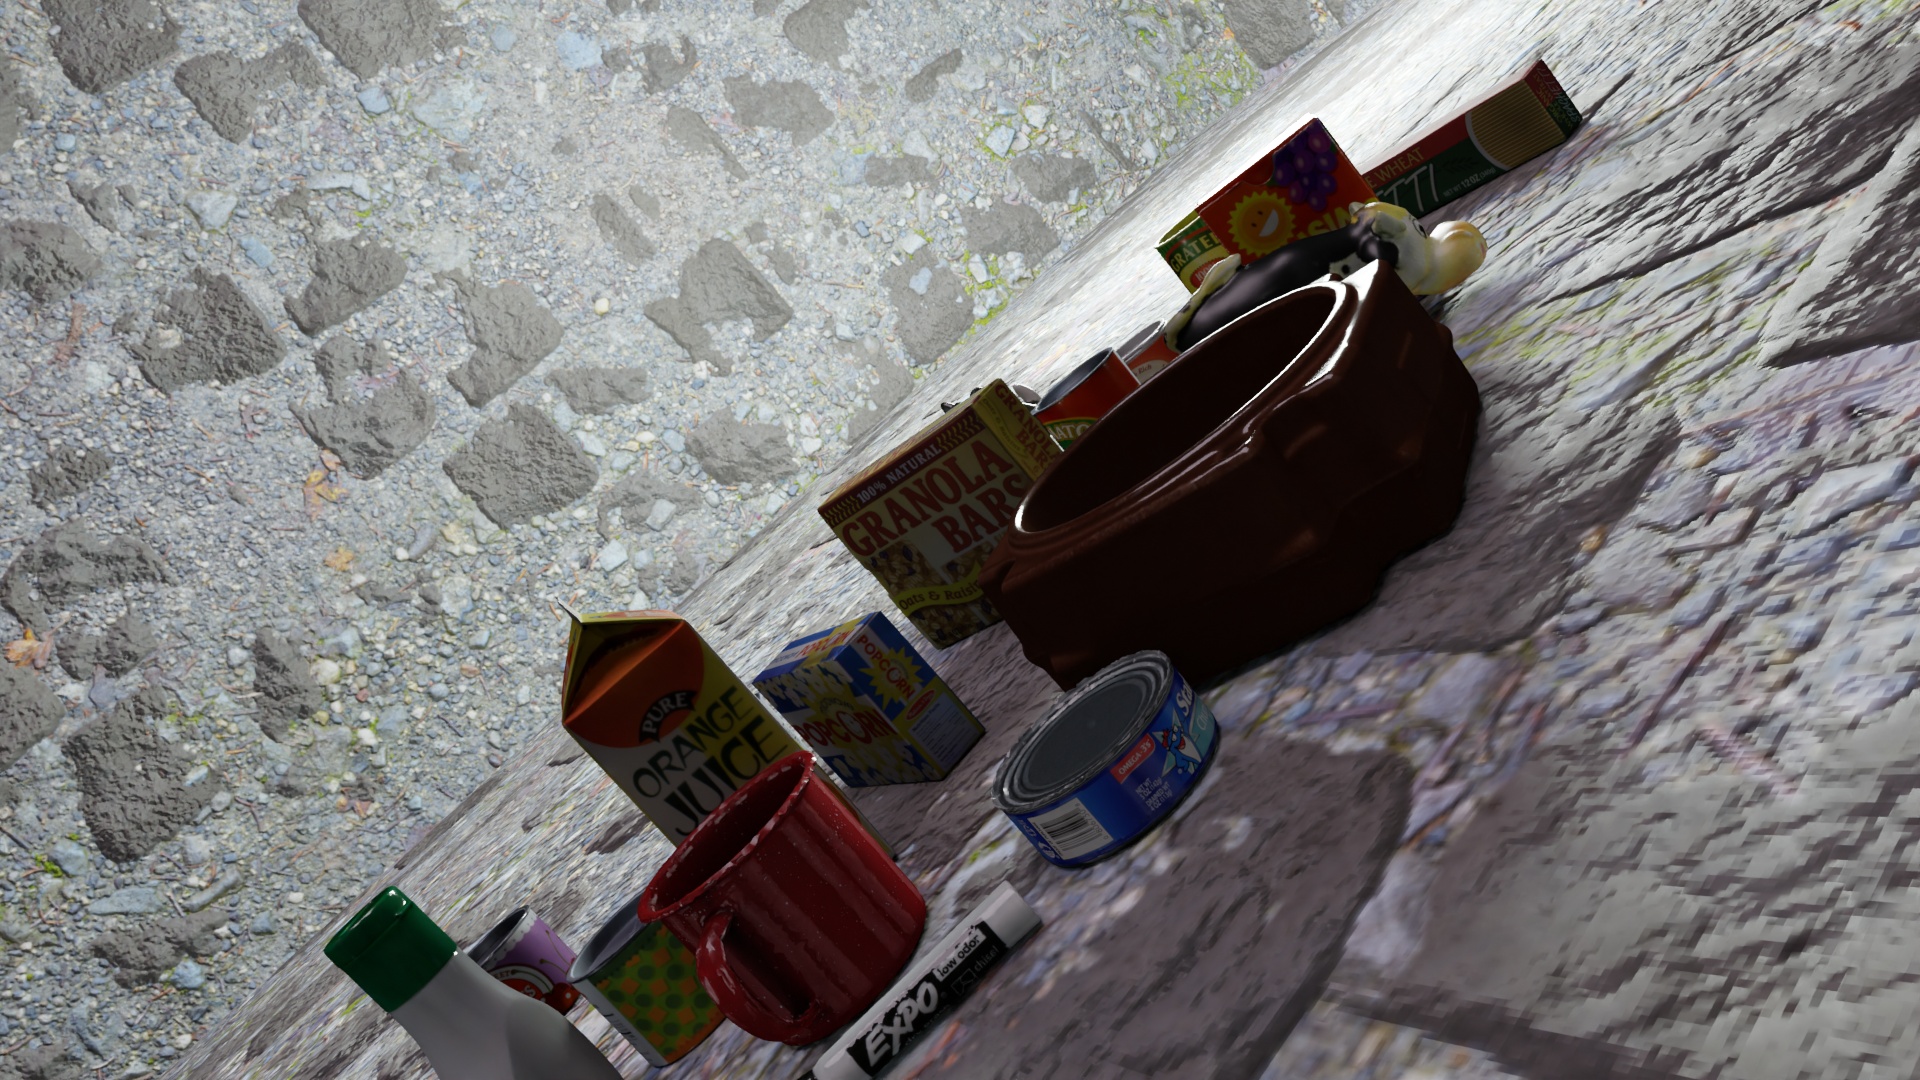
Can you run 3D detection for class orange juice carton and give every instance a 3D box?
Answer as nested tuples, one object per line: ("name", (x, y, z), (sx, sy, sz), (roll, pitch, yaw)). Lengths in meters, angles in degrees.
("orange juice carton", (-0.124, 0.098, 0.653), (0.073, 0.192, 0.072), (-43, 10, -12))

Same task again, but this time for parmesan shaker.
("parmesan shaker", (0.196, -0.190, 0.984), (0.071, 0.103, 0.071), (-39, 10, 8))

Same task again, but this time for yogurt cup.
("yogurt cup", (0.142, -0.125, 1.041), (0.072, 0.054, 0.072), (-39, 10, 8))

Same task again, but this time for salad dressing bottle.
("salad dressing bottle", (-0.199, 0.208, 0.581), (0.044, 0.147, 0.064), (-38, 10, 14))

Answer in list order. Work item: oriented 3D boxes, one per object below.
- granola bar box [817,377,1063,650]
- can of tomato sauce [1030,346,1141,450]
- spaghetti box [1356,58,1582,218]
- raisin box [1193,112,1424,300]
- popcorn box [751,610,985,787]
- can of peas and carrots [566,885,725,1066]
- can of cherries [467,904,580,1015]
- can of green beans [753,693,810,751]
("granola bar box", (0.003, -0.011, 0.855), (0.165, 0.124, 0.039), (-30, 14, 45))
("can of tomato sauce", (0.096, -0.070, 0.892), (0.071, 0.083, 0.071), (-39, 10, 8))
("spaghetti box", (0.314, -0.252, 0.974), (0.029, 0.050, 0.249), (-46, 11, -28))
("raisin box", (0.208, -0.175, 0.815), (0.086, 0.123, 0.040), (-37, 10, 20))
("popcorn box", (-0.053, 0.088, 0.744), (0.038, 0.085, 0.126), (-46, 11, -28))
("can of peas and carrots", (-0.138, 0.199, 0.651), (0.071, 0.058, 0.071), (-39, 10, 8))
("can of cherries", (-0.267, 0.266, 0.837), (0.071, 0.058, 0.071), (-39, 10, 8))
("can of green beans", (-0.136, 0.142, 0.894), (0.071, 0.058, 0.071), (-39, 10, 8))
